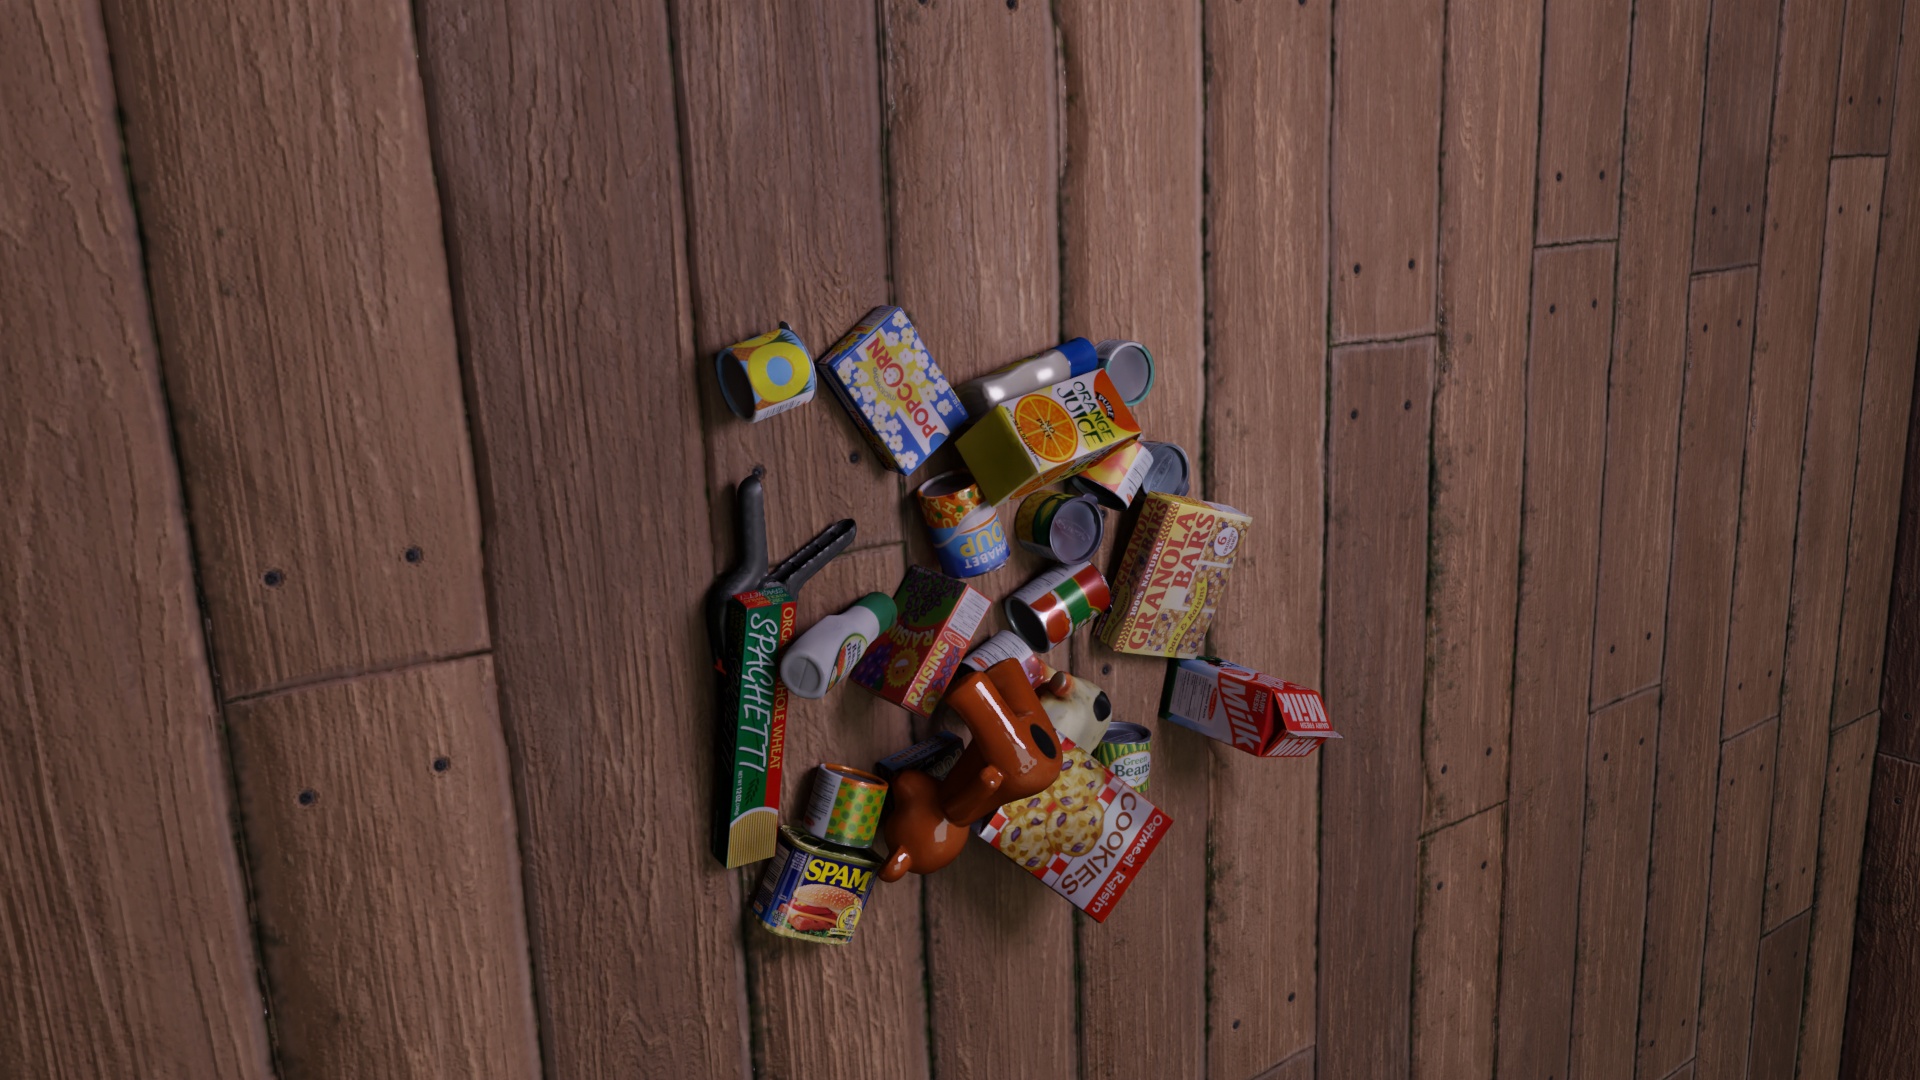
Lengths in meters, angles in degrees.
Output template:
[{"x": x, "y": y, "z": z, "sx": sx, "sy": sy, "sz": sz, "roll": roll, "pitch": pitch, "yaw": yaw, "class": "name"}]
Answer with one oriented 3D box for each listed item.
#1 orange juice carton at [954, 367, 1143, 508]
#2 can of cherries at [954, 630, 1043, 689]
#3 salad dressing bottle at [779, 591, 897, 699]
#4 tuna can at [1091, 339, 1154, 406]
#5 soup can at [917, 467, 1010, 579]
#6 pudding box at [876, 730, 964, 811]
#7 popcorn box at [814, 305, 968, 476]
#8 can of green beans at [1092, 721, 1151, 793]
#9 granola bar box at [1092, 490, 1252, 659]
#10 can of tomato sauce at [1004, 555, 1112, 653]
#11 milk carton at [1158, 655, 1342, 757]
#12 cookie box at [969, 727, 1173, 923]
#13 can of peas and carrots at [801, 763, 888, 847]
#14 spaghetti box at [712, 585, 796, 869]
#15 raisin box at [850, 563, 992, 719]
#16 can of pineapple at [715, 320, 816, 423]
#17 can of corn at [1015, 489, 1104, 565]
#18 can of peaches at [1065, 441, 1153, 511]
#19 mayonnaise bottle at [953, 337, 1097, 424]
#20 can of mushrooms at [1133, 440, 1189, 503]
[{"x": 0.095, "y": -0.100, "z": 1.276, "sx": 0.193, "sy": 0.072, "sz": 0.072, "roll": -23, "pitch": 80, "yaw": -42, "class": "orange juice carton"}, {"x": 0.037, "y": 0.130, "z": 1.330, "sx": 0.058, "sy": 0.071, "sz": 0.071, "roll": -36, "pitch": 118, "yaw": -25, "class": "can of cherries"}, {"x": -0.101, "y": 0.086, "z": 1.196, "sx": 0.148, "sy": 0.044, "sz": 0.064, "roll": -41, "pitch": 151, "yaw": -60, "class": "salad dressing bottle"}, {"x": 0.159, "y": -0.164, "z": 1.377, "sx": 0.071, "sy": 0.033, "sz": 0.071, "roll": -7, "pitch": 103, "yaw": -34, "class": "tuna can"}, {"x": 0.005, "y": -0.016, "z": 1.274, "sx": 0.071, "sy": 0.071, "sz": 0.083, "roll": -30, "pitch": 115, "yaw": -27, "class": "soup can"}, {"x": -0.035, "y": 0.220, "z": 1.317, "sx": 0.084, "sy": 0.030, "sz": 0.049, "roll": -20, "pitch": 111, "yaw": -30, "class": "pudding box"}, {"x": -0.060, "y": -0.132, "z": 1.226, "sx": 0.085, "sy": 0.038, "sz": 0.126, "roll": -46, "pitch": 121, "yaw": -21, "class": "popcorn box"}, {"x": 0.163, "y": 0.225, "z": 1.435, "sx": 0.071, "sy": 0.071, "sz": 0.057, "roll": -7, "pitch": 104, "yaw": -34, "class": "can of green beans"}, {"x": 0.219, "y": 0.037, "z": 1.433, "sx": 0.124, "sy": 0.039, "sz": 0.165, "roll": 9, "pitch": 107, "yaw": -38, "class": "granola bar box"}, {"x": 0.096, "y": 0.063, "z": 1.355, "sx": 0.083, "sy": 0.071, "sz": 0.071, "roll": -33, "pitch": 116, "yaw": -25, "class": "can of tomato sauce"}, {"x": 0.302, "y": 0.176, "z": 1.446, "sx": 0.072, "sy": 0.190, "sz": 0.073, "roll": 7, "pitch": 96, "yaw": -36, "class": "milk carton"}, {"x": 0.106, "y": 0.269, "z": 1.322, "sx": 0.167, "sy": 0.040, "sz": 0.123, "roll": 40, "pitch": 81, "yaw": -22, "class": "cookie box"}, {"x": -0.102, "y": 0.239, "z": 1.252, "sx": 0.071, "sy": 0.071, "sz": 0.058, "roll": 17, "pitch": 89, "yaw": -36, "class": "can of peas and carrots"}, {"x": -0.176, "y": 0.161, "z": 1.182, "sx": 0.050, "sy": 0.029, "sz": 0.249, "roll": -8, "pitch": 113, "yaw": -38, "class": "spaghetti box"}, {"x": -0.036, "y": 0.091, "z": 1.257, "sx": 0.040, "sy": 0.086, "sz": 0.123, "roll": 37, "pitch": 77, "yaw": -39, "class": "raisin box"}, {"x": -0.160, "y": -0.137, "z": 1.138, "sx": 0.058, "sy": 0.071, "sz": 0.070, "roll": -25, "pitch": 113, "yaw": -28, "class": "can of pineapple"}, {"x": 0.097, "y": -0.016, "z": 1.346, "sx": 0.071, "sy": 0.058, "sz": 0.071, "roll": -8, "pitch": 103, "yaw": -34, "class": "can of corn"}, {"x": 0.146, "y": -0.071, "z": 1.368, "sx": 0.071, "sy": 0.071, "sz": 0.058, "roll": 38, "pitch": 77, "yaw": -34, "class": "can of peaches"}, {"x": 0.064, "y": -0.151, "z": 1.297, "sx": 0.149, "sy": 0.064, "sz": 0.041, "roll": -27, "pitch": 101, "yaw": -33, "class": "mayonnaise bottle"}, {"x": 0.202, "y": -0.068, "z": 1.426, "sx": 0.071, "sy": 0.033, "sz": 0.071, "roll": -7, "pitch": 103, "yaw": -34, "class": "can of mushrooms"}]
